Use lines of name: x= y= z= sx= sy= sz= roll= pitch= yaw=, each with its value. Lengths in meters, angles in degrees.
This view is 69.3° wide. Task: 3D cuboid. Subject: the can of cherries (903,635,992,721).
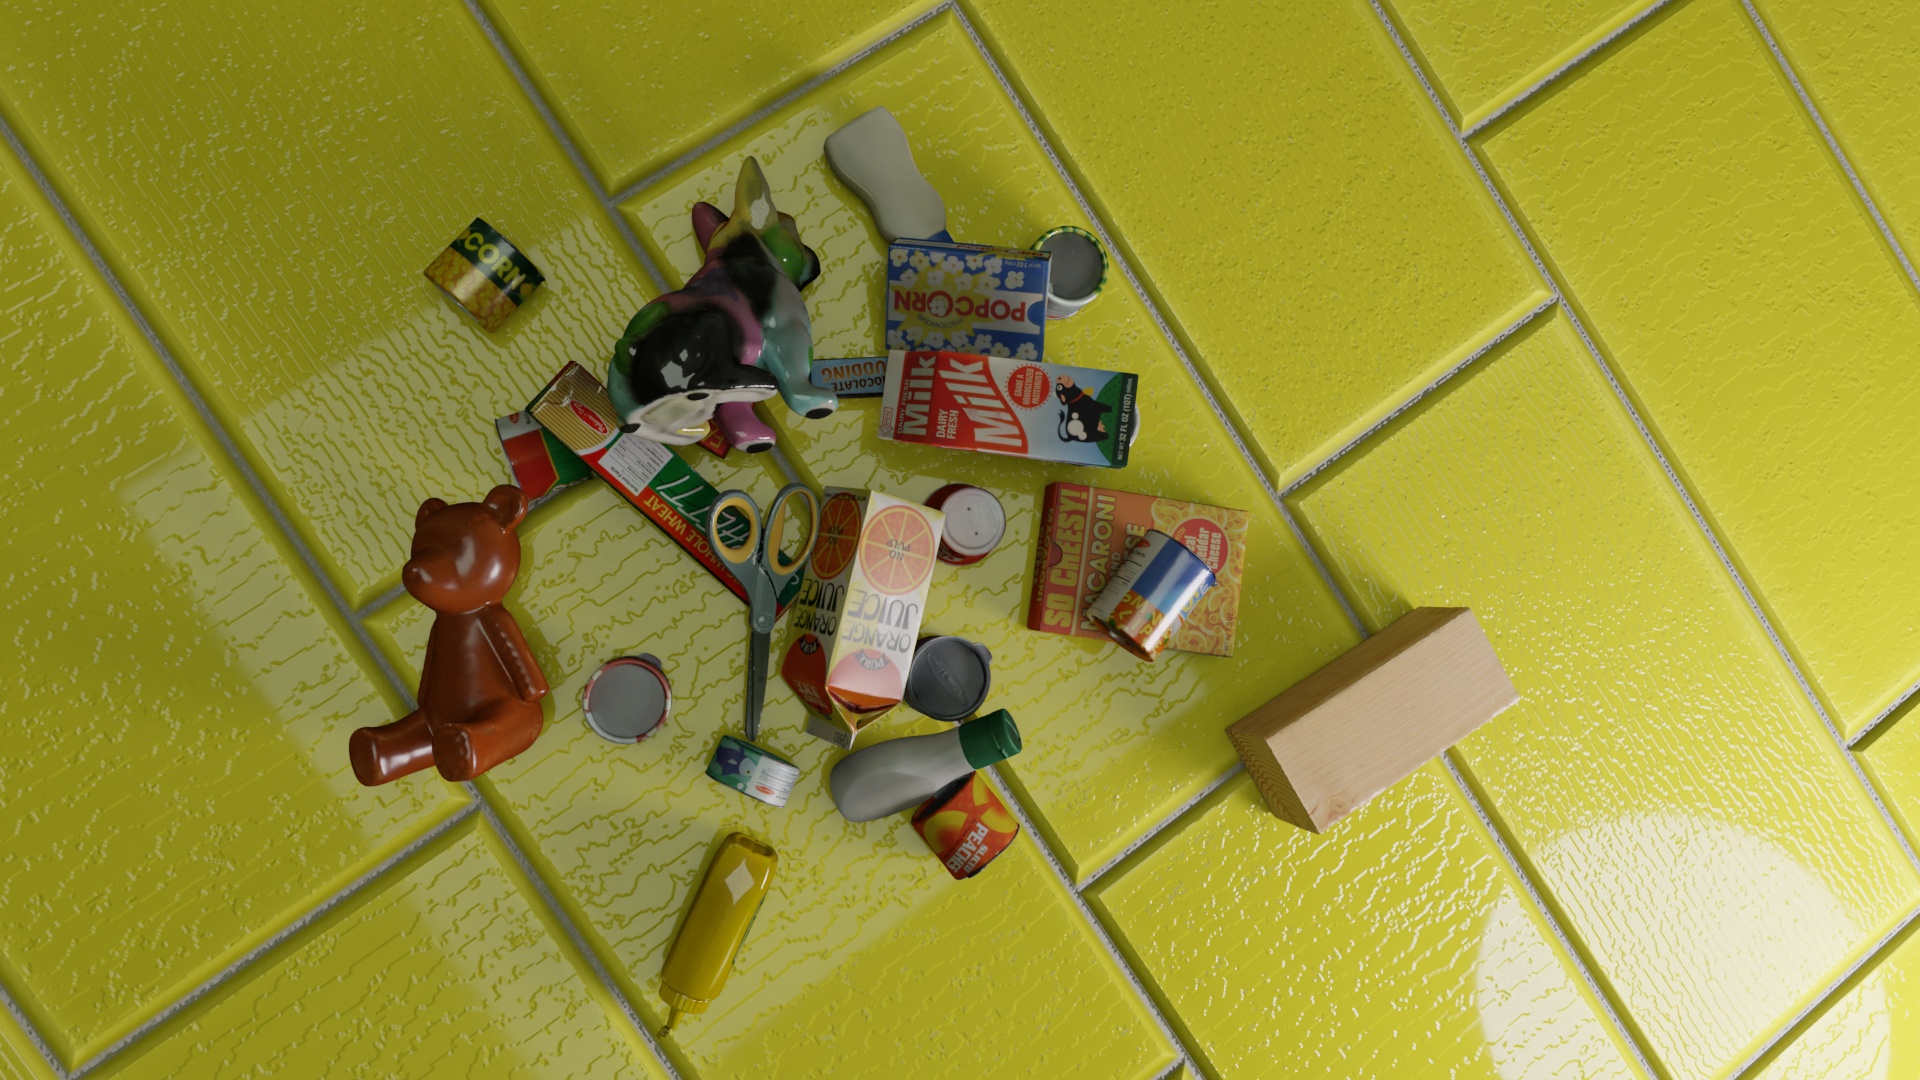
can of cherries: x=-0.012 y=0.107 z=1.095 sx=0.071 sy=0.058 sz=0.071 roll=1 pitch=86 yaw=-11

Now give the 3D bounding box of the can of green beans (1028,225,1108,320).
can of green beans: x=0.082 y=-0.218 z=1.132 sx=0.071 sy=0.058 sz=0.071 roll=1 pitch=87 yaw=-11

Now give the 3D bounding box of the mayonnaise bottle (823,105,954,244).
mayonnaise bottle: x=-0.047 y=-0.271 z=1.119 sx=0.065 sy=0.041 sz=0.148 roll=-34 pitch=95 yaw=-10

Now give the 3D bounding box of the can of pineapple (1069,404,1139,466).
can of pineapple: x=0.105 y=-0.096 z=1.130 sx=0.071 sy=0.058 sz=0.071 roll=1 pitch=87 yaw=-11

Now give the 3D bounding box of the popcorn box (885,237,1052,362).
popcorn box: x=0.006 y=-0.188 z=1.091 sx=0.127 sy=0.038 sz=0.084 roll=7 pitch=114 yaw=8

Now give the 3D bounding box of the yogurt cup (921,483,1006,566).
yogurt cup: x=0.004 y=-0.014 z=1.107 sx=0.072 sy=0.054 sz=0.072 roll=1 pitch=87 yaw=-12

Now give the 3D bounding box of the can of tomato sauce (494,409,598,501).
can of tomato sauce: x=-0.297 y=-0.072 z=1.045 sx=0.083 sy=0.071 sz=0.071 roll=-21 pitch=91 yaw=-12

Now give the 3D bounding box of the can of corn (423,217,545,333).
can of corn: x=-0.355 y=-0.198 z=1.037 sx=0.071 sy=0.071 sz=0.058 roll=42 pitch=81 yaw=-6

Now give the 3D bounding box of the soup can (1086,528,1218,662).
soup can: x=0.151 y=0.045 z=1.084 sx=0.071 sy=0.071 sz=0.084 roll=39 pitch=82 yaw=-7

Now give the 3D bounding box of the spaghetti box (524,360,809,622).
spaghetti box: x=-0.212 y=-0.031 z=1.034 sx=0.050 sy=0.029 sz=0.249 roll=-50 pitch=118 yaw=-10

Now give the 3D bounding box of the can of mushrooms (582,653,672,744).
can of mushrooms: x=-0.252 y=0.119 z=1.058 sx=0.071 sy=0.033 sz=0.071 roll=1 pitch=87 yaw=-10

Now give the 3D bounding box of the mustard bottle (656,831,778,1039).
mustard bottle: x=-0.189 y=0.302 z=1.047 sx=0.049 sy=0.065 sz=0.160 roll=25 pitch=88 yaw=-4

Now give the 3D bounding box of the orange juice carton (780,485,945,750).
orange juice carton: x=-0.080 y=0.060 z=1.064 sx=0.073 sy=0.072 sz=0.192 roll=17 pitch=84 yaw=-36

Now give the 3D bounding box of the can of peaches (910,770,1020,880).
can of peaches: x=0.003 y=0.222 z=1.084 sx=0.071 sy=0.071 sz=0.058 roll=-39 pitch=94 yaw=-11

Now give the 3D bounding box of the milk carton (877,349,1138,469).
milk carton: x=0.035 y=-0.101 z=1.060 sx=0.191 sy=0.073 sz=0.072 roll=8 pitch=92 yaw=3

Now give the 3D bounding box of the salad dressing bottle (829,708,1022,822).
salad dressing bottle: x=-0.026 y=0.171 z=1.065 sx=0.147 sy=0.044 sz=0.064 roll=-22 pitch=133 yaw=13

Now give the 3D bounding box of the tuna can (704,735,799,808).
tuna can: x=-0.159 y=0.175 z=1.059 sx=0.071 sy=0.071 sz=0.033 roll=26 pitch=82 yaw=-9

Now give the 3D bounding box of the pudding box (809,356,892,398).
pudding box: x=-0.082 y=-0.128 z=1.098 sx=0.084 sy=0.049 sz=0.030 roll=-4 pitch=93 yaw=-12

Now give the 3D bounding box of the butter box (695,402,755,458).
butter box: x=-0.217 y=-0.111 z=1.083 sx=0.103 sy=0.024 sz=0.053 roll=31 pitch=81 yaw=-8

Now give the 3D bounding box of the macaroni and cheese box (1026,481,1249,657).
macaroni and cheese box: x=0.146 y=0.024 z=1.140 sx=0.167 sy=0.040 sz=0.124 roll=8 pitch=85 yaw=-11
